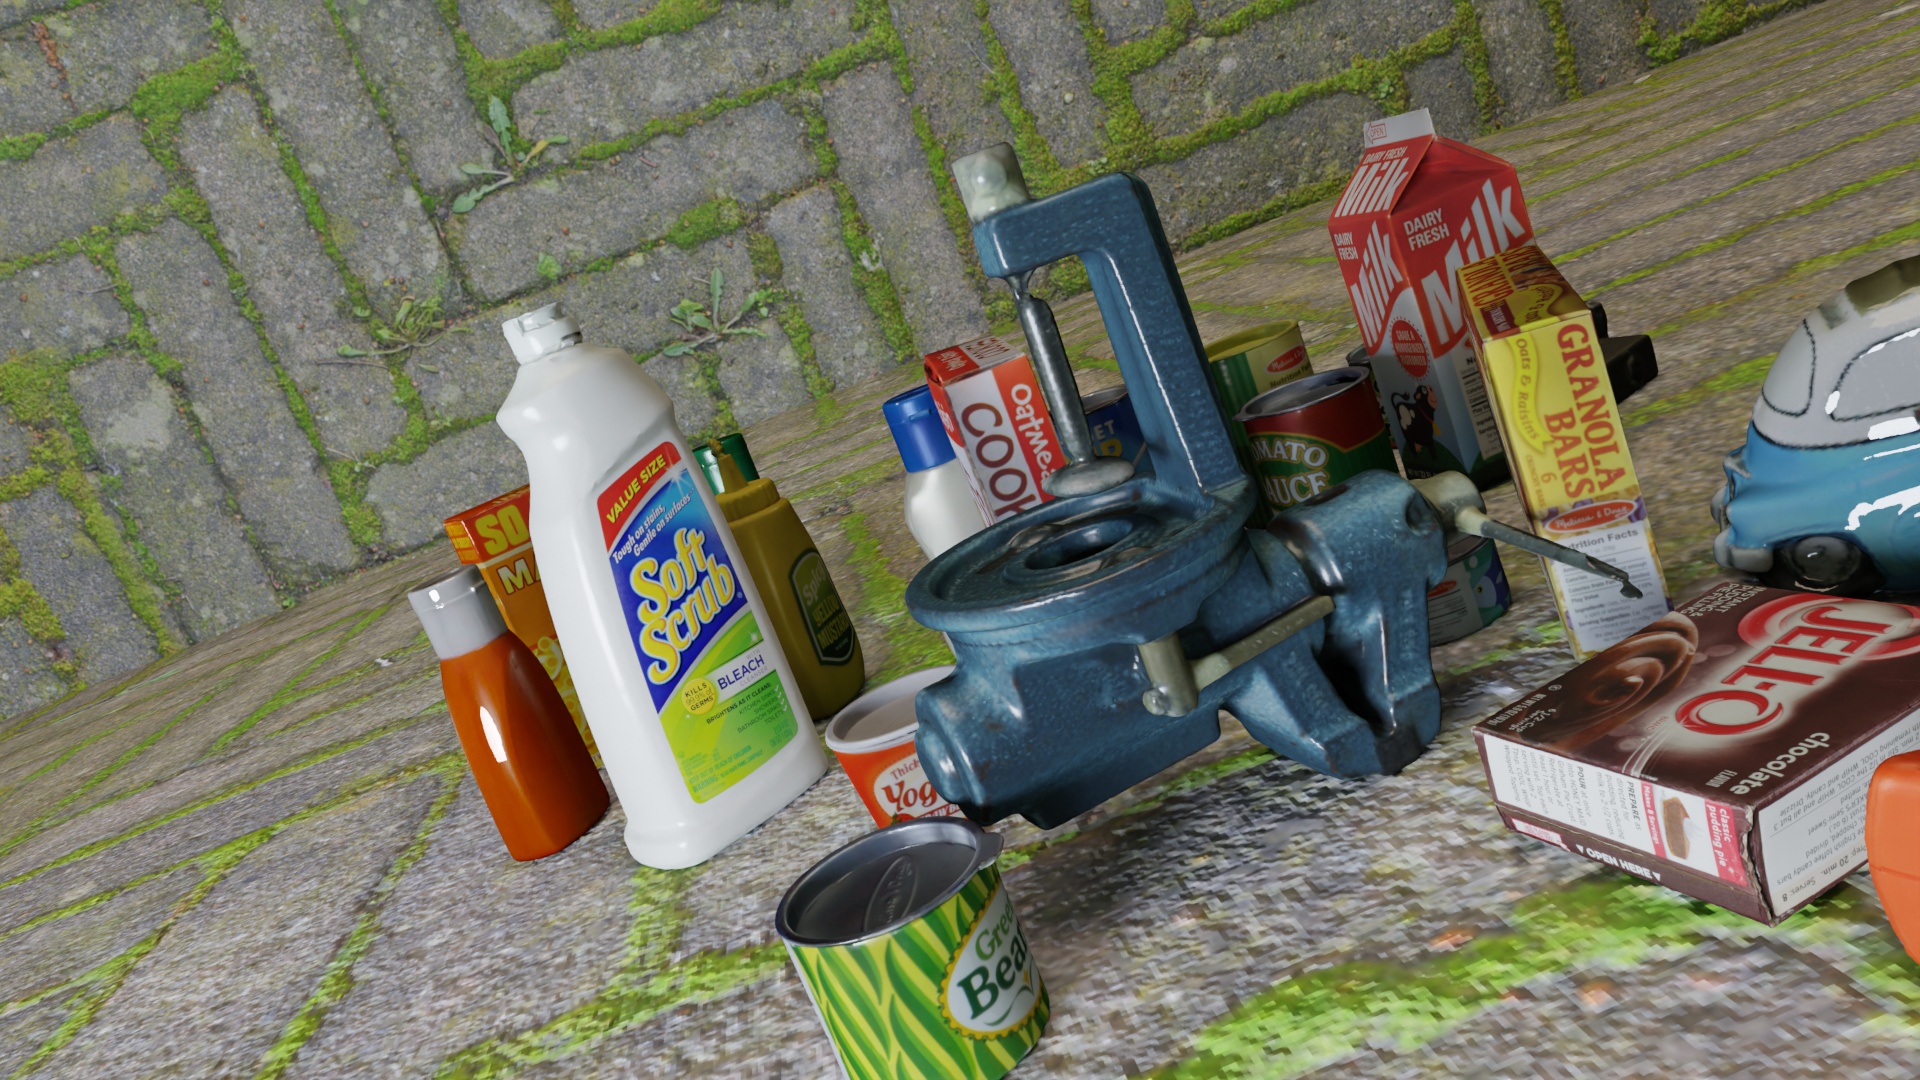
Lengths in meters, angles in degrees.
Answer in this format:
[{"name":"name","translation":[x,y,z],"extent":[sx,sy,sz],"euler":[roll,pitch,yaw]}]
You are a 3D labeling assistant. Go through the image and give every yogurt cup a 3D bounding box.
[{"name":"yogurt cup","translation":[-0.014,0.089,0.563],"extent":[0.072,0.054,0.072],"euler":[-20,13,5]}]

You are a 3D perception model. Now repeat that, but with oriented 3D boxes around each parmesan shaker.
[{"name":"parmesan shaker","translation":[0.171,-0.064,0.783],"extent":[0.071,0.103,0.071],"euler":[-20,12,5]}]

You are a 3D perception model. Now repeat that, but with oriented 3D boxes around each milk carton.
[{"name":"milk carton","translation":[0.252,-0.128,0.720],"extent":[0.073,0.190,0.072],"euler":[-23,12,-6]}]

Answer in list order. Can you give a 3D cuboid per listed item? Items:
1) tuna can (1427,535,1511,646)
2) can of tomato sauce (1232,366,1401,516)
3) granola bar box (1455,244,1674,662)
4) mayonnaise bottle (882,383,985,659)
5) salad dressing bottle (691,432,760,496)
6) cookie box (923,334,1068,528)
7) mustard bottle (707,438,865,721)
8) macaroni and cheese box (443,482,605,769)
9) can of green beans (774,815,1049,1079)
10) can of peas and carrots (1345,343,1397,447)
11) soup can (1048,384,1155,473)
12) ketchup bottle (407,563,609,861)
[{"name":"tuna can","translation":[0.192,0.017,0.579],"extent":[0.071,0.032,0.071],"euler":[-20,13,5]},{"name":"can of tomato sauce","translation":[0.183,-0.036,0.697],"extent":[0.071,0.083,0.071],"euler":[-20,13,5]},{"name":"granola bar box","translation":[0.234,-0.043,0.550],"extent":[0.039,0.124,0.166],"euler":[-17,13,21]},{"name":"mayonnaise bottle","translation":[0.003,-0.009,0.726],"extent":[0.065,0.147,0.041],"euler":[-21,12,4]},{"name":"salad dressing bottle","translation":[-0.125,0.007,0.864],"extent":[0.064,0.147,0.044],"euler":[-7,19,48]},{"name":"cookie box","translation":[0.032,-0.006,0.622],"extent":[0.040,0.167,0.123],"euler":[-22,12,-1]},{"name":"mustard bottle","translation":[-0.102,0.019,0.751],"extent":[0.049,0.160,0.065],"euler":[-16,13,23]},{"name":"macaroni and cheese box","translation":[-0.214,0.038,0.835],"extent":[0.124,0.166,0.040],"euler":[-30,15,-34]},{"name":"can of green beans","translation":[-0.013,0.123,0.410],"extent":[0.071,0.057,0.071],"euler":[-20,13,5]},{"name":"can of peas and carrots","translation":[0.273,-0.094,0.843],"extent":[0.071,0.058,0.071],"euler":[-20,13,5]},{"name":"soup can","translation":[0.092,-0.048,0.891],"extent":[0.071,0.083,0.071],"euler":[-20,13,5]},{"name":"ketchup bottle","translation":[-0.232,0.085,0.710],"extent":[0.043,0.148,0.065],"euler":[-17,13,19]}]
